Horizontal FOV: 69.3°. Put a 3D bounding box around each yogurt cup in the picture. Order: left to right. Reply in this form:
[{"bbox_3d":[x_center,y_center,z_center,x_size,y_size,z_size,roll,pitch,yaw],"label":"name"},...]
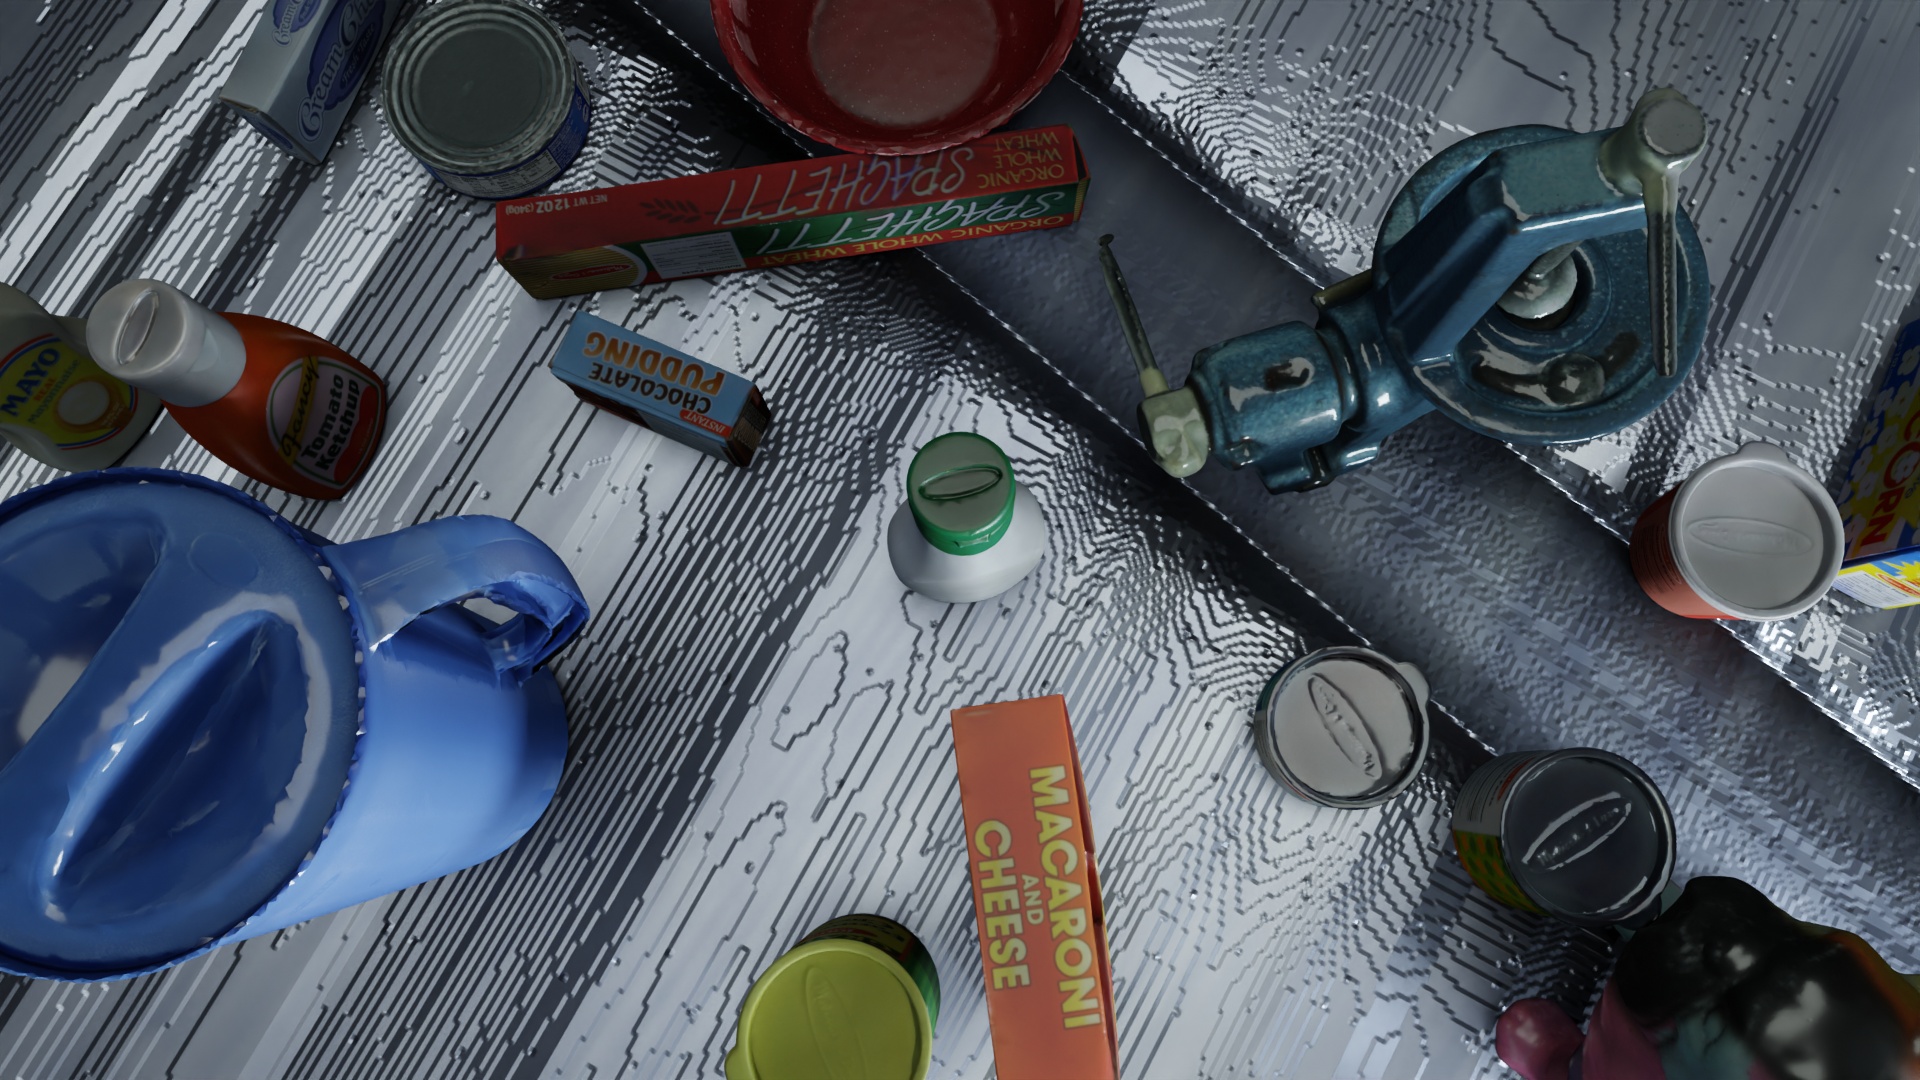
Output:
[{"bbox_3d":[0.314,0.002,0.571,0.072,0.054,0.072,0,80,1],"label":"yogurt cup"}]

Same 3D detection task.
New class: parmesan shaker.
[{"bbox_3d":[-0.044,0.178,0.518,0.071,0.103,0.071,0,80,1],"label":"parmesan shaker"}]

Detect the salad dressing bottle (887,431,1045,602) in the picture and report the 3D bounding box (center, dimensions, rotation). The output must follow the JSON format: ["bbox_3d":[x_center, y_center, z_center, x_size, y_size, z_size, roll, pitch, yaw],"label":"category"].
[{"bbox_3d":[0.002,-0.007,0.528,0.064,0.147,0.044,-12,81,-1],"label":"salad dressing bottle"}]

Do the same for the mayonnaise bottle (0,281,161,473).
[{"bbox_3d":[-0.377,-0.070,0.544,0.041,0.148,0.065,31,82,6],"label":"mayonnaise bottle"}]

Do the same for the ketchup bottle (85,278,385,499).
[{"bbox_3d":[-0.277,-0.060,0.541,0.043,0.148,0.065,16,81,3],"label":"ketchup bottle"}]

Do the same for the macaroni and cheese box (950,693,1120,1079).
[{"bbox_3d":[0.025,0.121,0.496,0.040,0.166,0.124,-7,80,0],"label":"macaroni and cheese box"}]

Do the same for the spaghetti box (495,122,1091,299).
[{"bbox_3d":[-0.070,-0.142,0.603,0.250,0.050,0.029,-8,80,-1],"label":"spaghetti box"}]

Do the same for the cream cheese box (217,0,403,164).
[{"bbox_3d":[-0.284,-0.225,0.619,0.024,0.053,0.104,22,81,4],"label":"cream cheese box"}]

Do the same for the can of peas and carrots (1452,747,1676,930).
[{"bbox_3d":[0.238,0.118,0.549,0.071,0.058,0.071,0,80,1],"label":"can of peas and carrots"}]

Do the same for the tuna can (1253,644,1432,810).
[{"bbox_3d":[0.157,0.075,0.570,0.071,0.033,0.071,0,80,1],"label":"tuna can"}]

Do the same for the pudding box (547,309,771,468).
[{"bbox_3d":[-0.126,-0.063,0.590,0.084,0.049,0.030,23,81,5],"label":"pudding box"}]

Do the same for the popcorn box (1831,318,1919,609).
[{"bbox_3d":[0.405,-0.039,0.561,0.038,0.085,0.127,26,81,5],"label":"popcorn box"}]
